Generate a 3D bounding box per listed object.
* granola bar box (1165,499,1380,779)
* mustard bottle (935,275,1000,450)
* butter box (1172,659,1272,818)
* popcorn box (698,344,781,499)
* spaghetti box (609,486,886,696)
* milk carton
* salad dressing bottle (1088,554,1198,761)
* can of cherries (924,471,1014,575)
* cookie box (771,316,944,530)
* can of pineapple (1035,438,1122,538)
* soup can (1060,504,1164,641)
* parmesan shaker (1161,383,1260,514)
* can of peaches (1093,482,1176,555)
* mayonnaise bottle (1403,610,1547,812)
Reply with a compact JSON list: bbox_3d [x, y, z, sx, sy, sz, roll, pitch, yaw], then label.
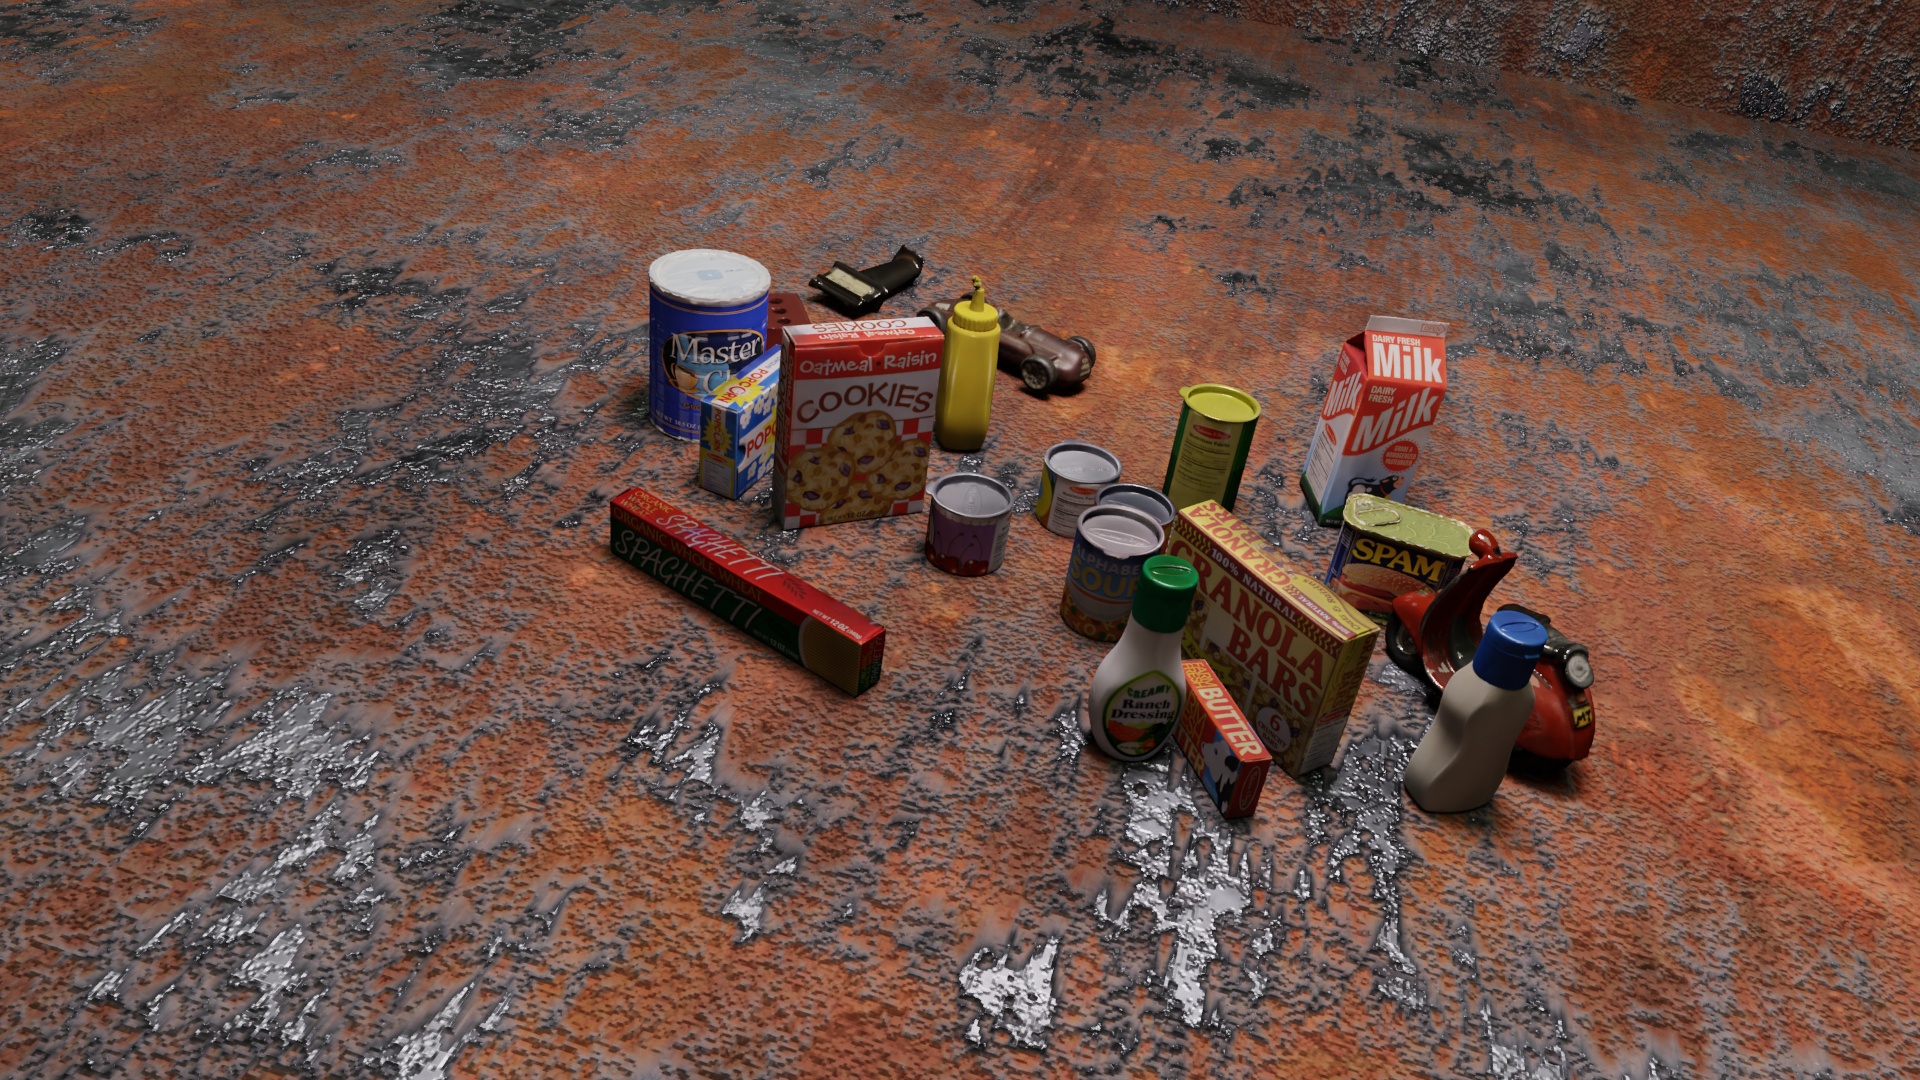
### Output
[{"bbox_3d":[0.205,0.067,0.978,0.039,0.123,0.166,-15,41,-31],"label":"granola bar box"},{"bbox_3d":[0.008,-0.159,1.234,0.049,0.159,0.065,1,34,-11],"label":"mustard bottle"},{"bbox_3d":[0.171,0.132,0.938,0.024,0.052,0.104,-4,36,-18],"label":"butter box"},{"bbox_3d":[-0.172,-0.102,1.176,0.038,0.084,0.127,19,35,15],"label":"popcorn box"},{"bbox_3d":[-0.161,0.033,1.011,0.250,0.049,0.029,27,38,25],"label":"spaghetti box"},{"bbox_3d":[0.362,-0.107,1.210,0.072,0.189,0.074,4,34,-6],"label":"milk carton"},{"bbox_3d":[0.124,0.079,0.921,0.064,0.146,0.044,3,34,-9],"label":"salad dressing bottle"},{"bbox_3d":[0.004,-0.014,1.110,0.071,0.058,0.072,6,34,-4],"label":"can of cherries"},{"bbox_3d":[-0.083,-0.093,1.110,0.123,0.166,0.040,-8,37,-23],"label":"cookie box"},{"bbox_3d":[0.100,-0.044,1.176,0.071,0.057,0.071,6,34,-4],"label":"can of pineapple"},{"bbox_3d":[0.113,0.026,1.053,0.071,0.083,0.072,6,34,-4],"label":"soup can"},{"bbox_3d":[0.214,-0.077,1.211,0.071,0.102,0.072,6,34,-4],"label":"parmesan shaker"},{"bbox_3d":[0.135,-0.005,1.127,0.071,0.057,0.071,6,34,-4],"label":"can of peaches"},{"bbox_3d":[0.344,0.114,0.918,0.065,0.147,0.041,-4,36,-18],"label":"mayonnaise bottle"}]
